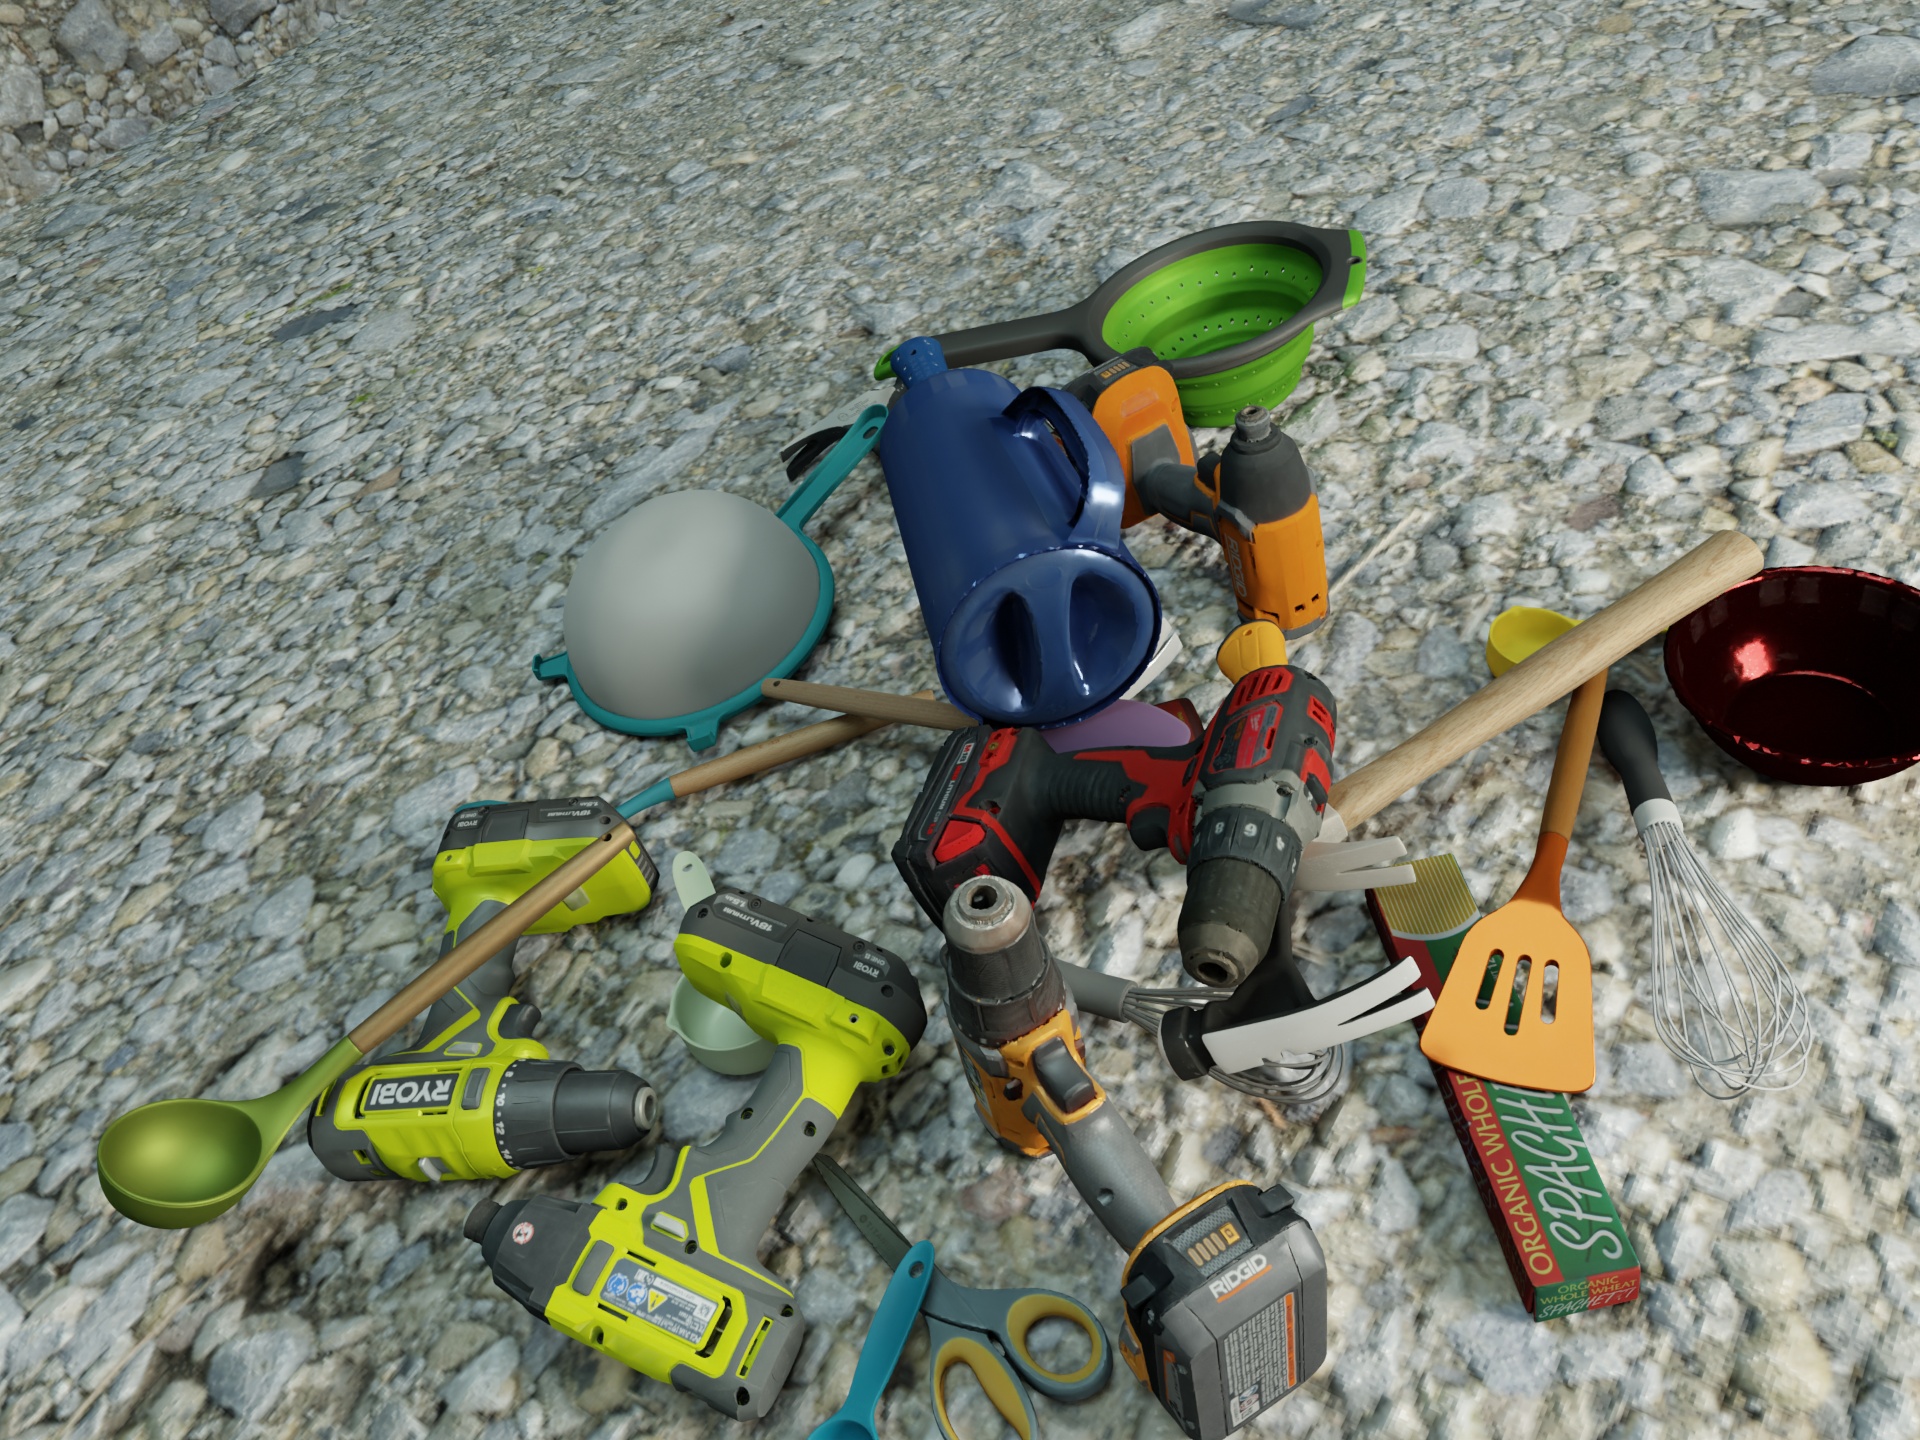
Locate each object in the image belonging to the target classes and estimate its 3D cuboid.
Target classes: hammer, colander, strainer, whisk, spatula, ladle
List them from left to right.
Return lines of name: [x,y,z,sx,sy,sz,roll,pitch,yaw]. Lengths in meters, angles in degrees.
ladle: [-0.310,0.152,0.860,0.320,0.062,0.078,-40,54,-19]
spatula: [-0.170,0.026,1.054,0.317,0.044,0.082,-19,4,-7]
strainer: [-0.167,-0.143,1.167,0.211,0.095,0.340,21,62,35]
hammer: [-0.004,-0.148,1.193,0.149,0.036,0.409,-28,44,-11]
spatula: [-0.002,-0.003,0.999,0.316,0.018,0.060,9,55,33]
hammer: [0.026,-0.144,1.115,0.144,0.035,0.406,-29,49,10]
colander: [0.125,-0.285,1.259,0.397,0.094,0.205,-6,43,22]
whisk: [0.088,0.152,0.845,0.239,0.055,0.055,10,49,33]
hammer: [0.172,0.045,0.861,0.127,0.034,0.337,-21,31,22]
hammer: [0.304,-0.008,0.889,0.331,0.031,0.130,-32,29,-2]
spatula: [0.319,0.055,0.848,0.081,0.041,0.323,8,43,25]
whisk: [0.370,0.075,0.828,0.070,0.070,0.285,-6,39,11]

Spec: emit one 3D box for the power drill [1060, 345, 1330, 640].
power drill: [0.158,-0.169,1.070,0.084,0.164,0.227,-30,42,-12]

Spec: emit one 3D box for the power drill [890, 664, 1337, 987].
power drill: [0.079,0.064,0.824,0.227,0.080,0.188,-12,37,34]

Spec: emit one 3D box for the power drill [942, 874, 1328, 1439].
power drill: [0.065,0.185,0.715,0.084,0.185,0.226,-28,47,-15]

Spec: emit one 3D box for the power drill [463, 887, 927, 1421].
power drill: [-0.126,0.205,0.794,0.171,0.080,0.223,21,61,13]

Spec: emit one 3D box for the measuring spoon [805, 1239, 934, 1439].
measuring spoon: [-0.036,0.303,0.734,0.042,0.021,0.129,-1,47,32]

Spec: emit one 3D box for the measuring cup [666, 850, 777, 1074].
measuring cup: [-0.139,0.139,0.933,0.083,0.038,0.168,-24,41,-8]

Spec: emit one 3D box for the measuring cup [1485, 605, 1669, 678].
measuring cup: [0.397,-0.048,0.976,0.156,0.029,0.062,-9,45,-9]

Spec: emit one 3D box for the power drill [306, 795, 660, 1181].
power drill: [-0.251,0.157,0.922,0.190,0.080,0.229,-6,46,13]
